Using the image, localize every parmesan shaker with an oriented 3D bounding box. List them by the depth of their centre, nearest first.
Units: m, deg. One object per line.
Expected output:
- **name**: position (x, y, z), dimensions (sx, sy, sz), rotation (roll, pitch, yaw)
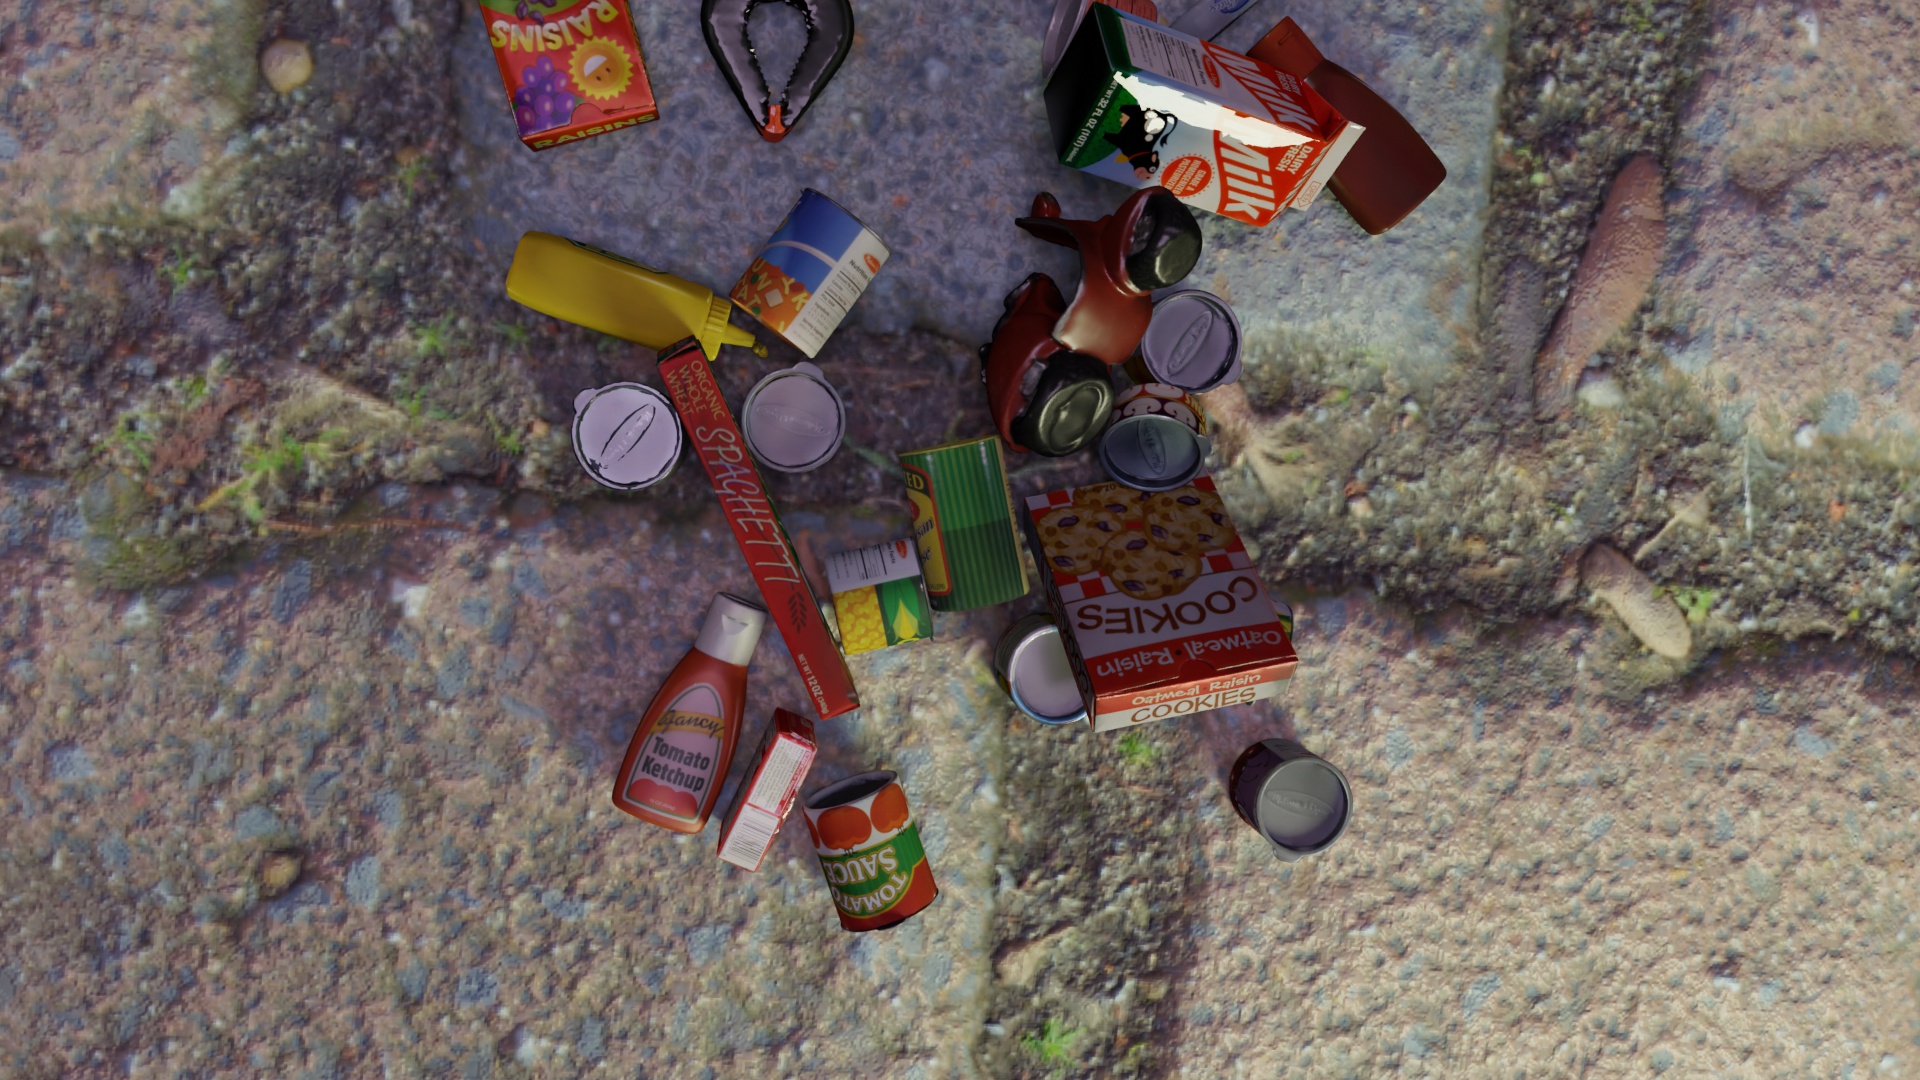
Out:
- **parmesan shaker**: position (0.003, -0.011, 0.882), dimensions (0.071, 0.071, 0.103), rotation (-12, 95, -6)

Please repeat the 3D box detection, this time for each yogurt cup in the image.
- **yogurt cup**: position (0.089, -0.322, 0.879), dimensions (0.054, 0.072, 0.072), rotation (14, 92, -16)

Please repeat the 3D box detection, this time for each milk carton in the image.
- **milk carton**: position (0.154, -0.256, 0.861), dimensions (0.191, 0.072, 0.074), rotation (11, 49, -21)

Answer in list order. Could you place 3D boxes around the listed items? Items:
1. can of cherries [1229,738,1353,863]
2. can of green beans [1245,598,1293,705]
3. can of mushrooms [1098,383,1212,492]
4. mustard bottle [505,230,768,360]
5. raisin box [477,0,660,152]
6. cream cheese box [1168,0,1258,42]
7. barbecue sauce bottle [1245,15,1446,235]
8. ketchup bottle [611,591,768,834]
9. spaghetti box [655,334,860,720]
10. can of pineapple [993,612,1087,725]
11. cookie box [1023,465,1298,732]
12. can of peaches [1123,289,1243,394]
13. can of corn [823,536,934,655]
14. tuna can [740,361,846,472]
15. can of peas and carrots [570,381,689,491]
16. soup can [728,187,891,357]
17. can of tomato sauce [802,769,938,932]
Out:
- **can of cherries**: position (0.218, 0.172, 0.926), dimensions (0.071, 0.058, 0.071), rotation (-1, 94, -8)
- **can of green beans**: position (0.177, 0.063, 0.910), dimensions (0.058, 0.071, 0.071), rotation (21, 91, -7)
- **can of mushrooms**: position (0.124, -0.065, 0.877), dimensions (0.071, 0.034, 0.070), rotation (7, 136, 7)
- **mustard bottle**: position (-0.195, -0.145, 0.858), dimensions (0.160, 0.065, 0.048), rotation (17, 96, -15)
- **raisin box**: position (-0.243, -0.311, 0.852), dimensions (0.086, 0.040, 0.123), rotation (-16, 96, -6)
- **cream cheese box**: position (0.168, -0.342, 0.892), dimensions (0.104, 0.053, 0.024), rotation (-40, 99, -3)
- **barbecue sauce bottle**: position (0.248, -0.275, 0.911), dimensions (0.065, 0.043, 0.148), rotation (-43, 97, -3)
- **ketchup bottle**: position (-0.166, 0.107, 0.884), dimensions (0.065, 0.043, 0.148), rotation (22, 90, -7)
- **spaghetti box**: position (-0.123, -0.006, 0.855), dimensions (0.029, 0.050, 0.249), rotation (-24, 108, -5)
- **can of pineapple**: position (0.060, 0.084, 0.902), dimensions (0.071, 0.058, 0.071), rotation (0, 94, -7)
- **cookie box**: position (0.118, 0.031, 0.860), dimensions (0.123, 0.168, 0.040), rotation (-11, 138, -6)
- **can of peaches**: position (0.144, -0.125, 0.900), dimensions (0.071, 0.058, 0.071), rotation (0, 93, -7)
- **can of corn**: position (-0.052, 0.038, 0.883), dimensions (0.058, 0.071, 0.071), rotation (-12, 95, -5)
- **tuna can**: position (-0.106, -0.079, 0.885), dimensions (0.071, 0.033, 0.071), rotation (0, 94, -7)
- **can of peas and carrots**: position (-0.205, -0.066, 0.861), dimensions (0.071, 0.059, 0.071), rotation (0, 93, -6)
- **soup can**: position (-0.096, -0.167, 0.866), dimensions (0.071, 0.071, 0.084), rotation (37, 89, -8)
- **can of tomato sauce**: position (-0.059, 0.198, 0.889), dimensions (0.071, 0.071, 0.083), rotation (-19, 95, -5)
